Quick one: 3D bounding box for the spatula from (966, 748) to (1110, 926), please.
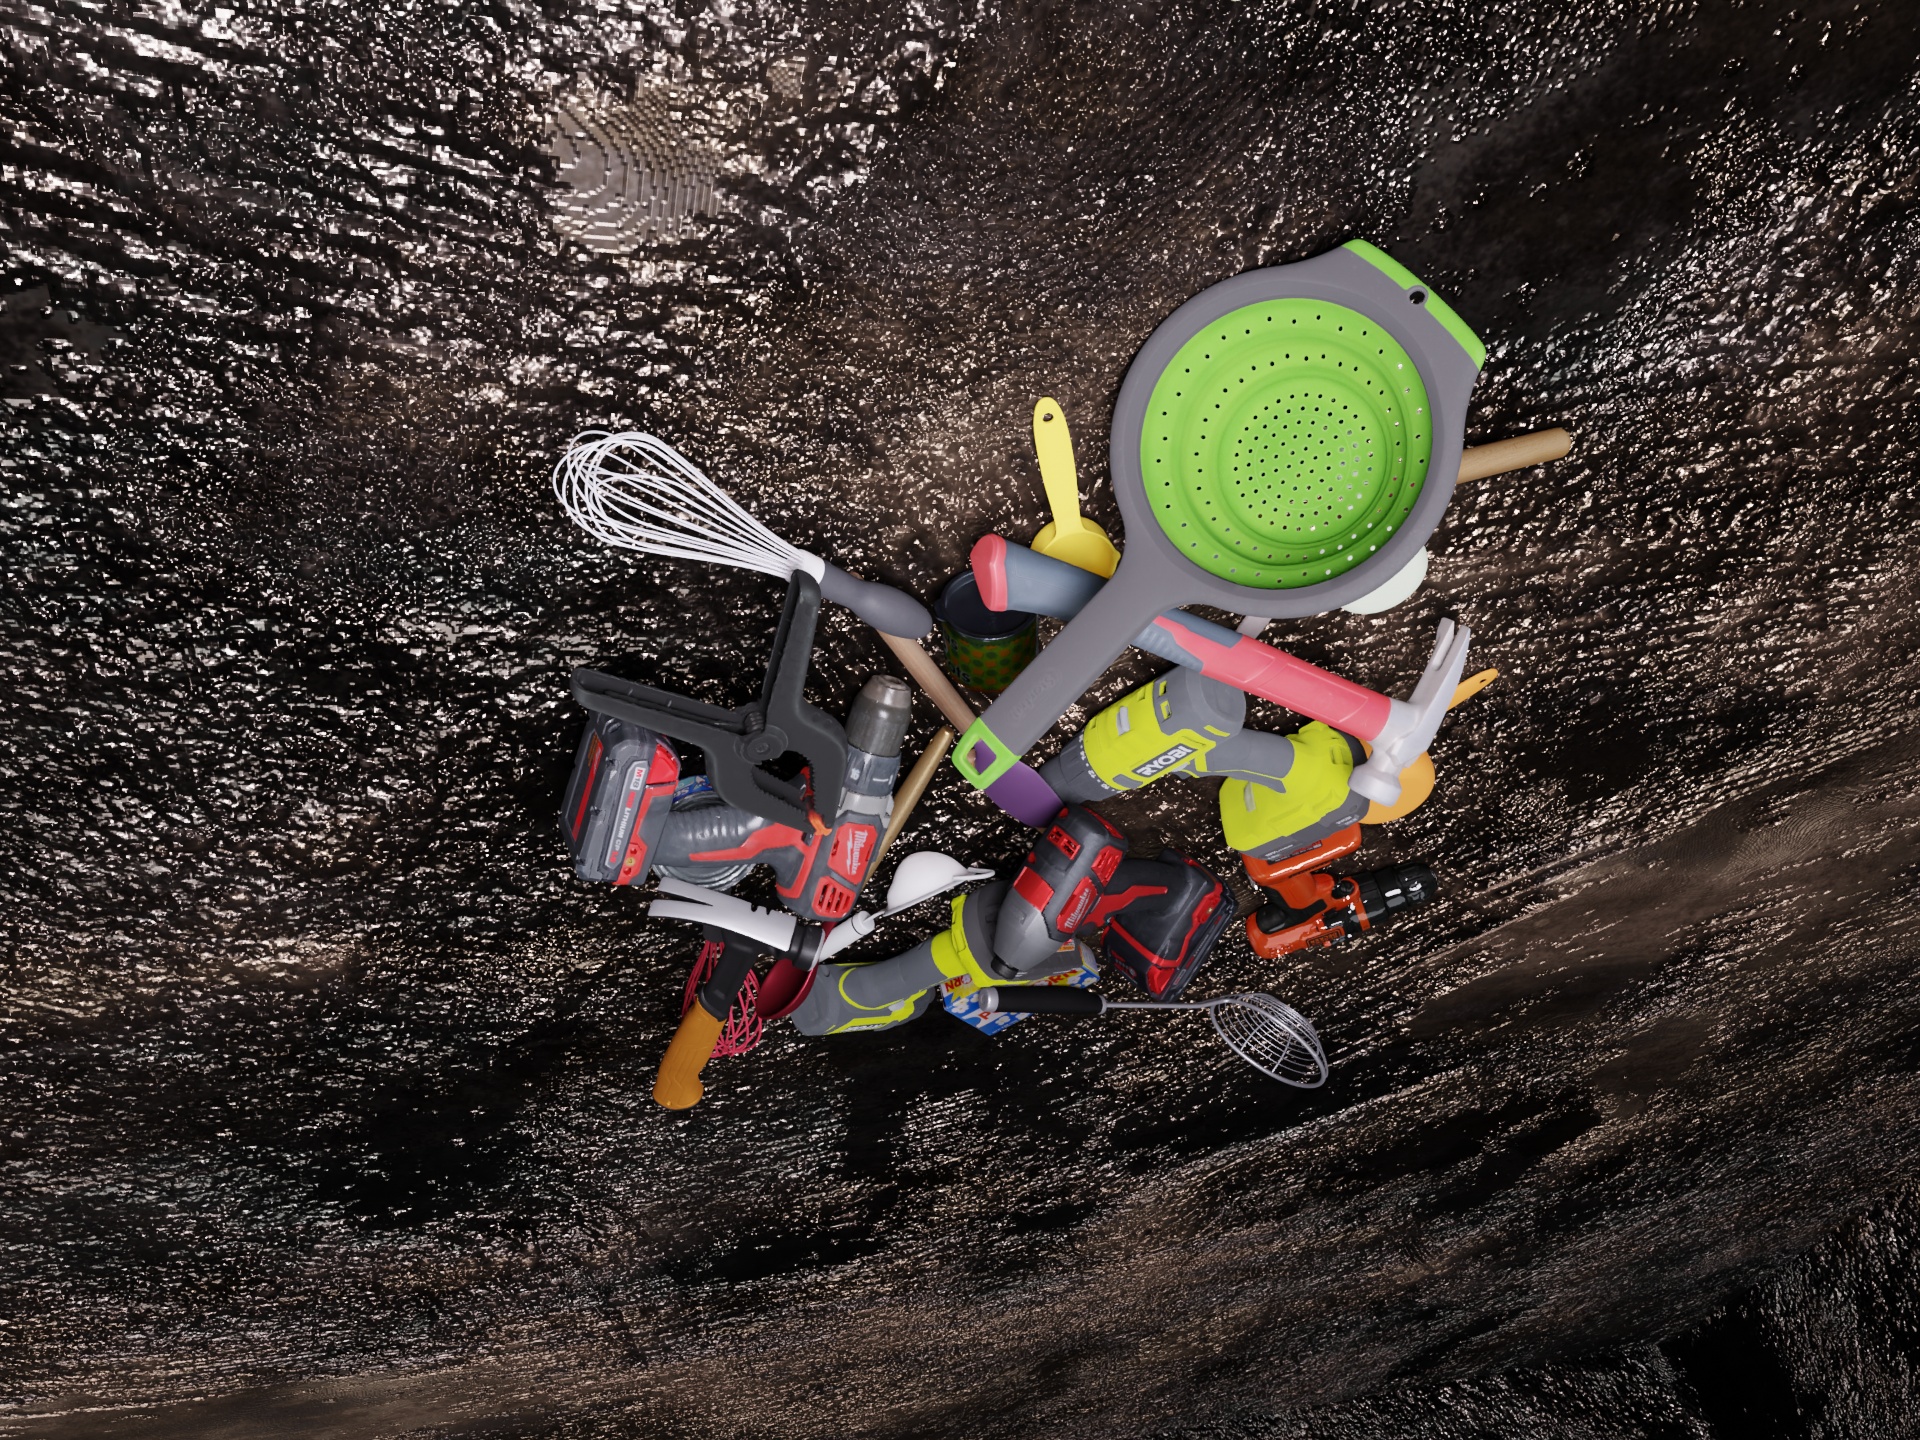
[{"bbox_3d":[0.096,0.105,1.326,0.082,0.044,0.317,-46,135,2],"label":"spatula"}]

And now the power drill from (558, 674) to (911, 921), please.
[{"bbox_3d":[-0.148,0.042,1.114,0.226,0.080,0.188,11,109,-28],"label":"power drill"}]

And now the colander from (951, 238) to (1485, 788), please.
[{"bbox_3d":[0.146,-0.105,0.983,0.397,0.204,0.094,-47,166,15],"label":"colander"}]

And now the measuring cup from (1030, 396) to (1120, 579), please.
[{"bbox_3d":[0.064,-0.146,1.031,0.062,0.029,0.156,-16,130,-2],"label":"measuring cup"}]

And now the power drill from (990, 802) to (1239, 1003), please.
[{"bbox_3d":[0.116,0.153,1.259,0.219,0.079,0.143,23,102,-49],"label":"power drill"}]

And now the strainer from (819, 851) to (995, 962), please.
[{"bbox_3d":[-0.078,0.166,1.341,0.258,0.050,0.087,-34,174,30],"label":"strainer"}]

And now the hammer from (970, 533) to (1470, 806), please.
[{"bbox_3d":[0.182,-0.061,1.084,0.386,0.038,0.143,20,99,-26],"label":"hammer"}]

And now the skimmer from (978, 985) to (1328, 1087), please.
[{"bbox_3d":[0.182,0.298,1.496,0.363,0.090,0.127,7,168,-25],"label":"skimmer"}]

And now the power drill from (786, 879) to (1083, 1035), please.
[{"bbox_3d":[-0.015,0.210,1.361,0.223,0.080,0.171,-27,160,30],"label":"power drill"}]

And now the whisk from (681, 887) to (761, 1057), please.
[{"bbox_3d":[-0.199,0.186,1.312,0.073,0.073,0.295,-7,135,-12],"label":"whisk"}]

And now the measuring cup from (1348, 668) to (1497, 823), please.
[{"bbox_3d":[0.383,0.024,1.322,0.095,0.052,0.173,22,130,-38],"label":"measuring cup"}]

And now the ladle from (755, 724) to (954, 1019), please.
[{"bbox_3d":[-0.084,0.126,1.264,0.031,0.069,0.315,22,118,-20],"label":"ladle"}]

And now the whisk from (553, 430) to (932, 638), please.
[{"bbox_3d":[-0.120,-0.104,0.973,0.284,0.070,0.070,23,128,-40],"label":"whisk"}]

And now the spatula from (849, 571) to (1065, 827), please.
[{"bbox_3d":[-0.002,-0.004,1.155,0.060,0.018,0.315,-4,143,31],"label":"spatula"}]

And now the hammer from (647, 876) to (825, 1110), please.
[{"bbox_3d":[-0.210,0.233,1.271,0.127,0.034,0.336,20,141,-8],"label":"hammer"}]

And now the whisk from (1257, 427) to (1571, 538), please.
[{"bbox_3d":[0.305,-0.158,1.059,0.245,0.047,0.051,-15,121,-18],"label":"whisk"}]

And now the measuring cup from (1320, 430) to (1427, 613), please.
[{"bbox_3d":[0.283,-0.134,1.105,0.083,0.038,0.167,-22,143,6],"label":"measuring cup"}]

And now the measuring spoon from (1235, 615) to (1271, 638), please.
[{"bbox_3d":[0.212,-0.055,1.191,0.034,0.018,0.124,4,140,-24],"label":"measuring spoon"}]

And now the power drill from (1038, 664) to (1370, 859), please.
[{"bbox_3d":[0.190,0.039,1.247,0.228,0.080,0.190,19,143,-34],"label":"power drill"}]
